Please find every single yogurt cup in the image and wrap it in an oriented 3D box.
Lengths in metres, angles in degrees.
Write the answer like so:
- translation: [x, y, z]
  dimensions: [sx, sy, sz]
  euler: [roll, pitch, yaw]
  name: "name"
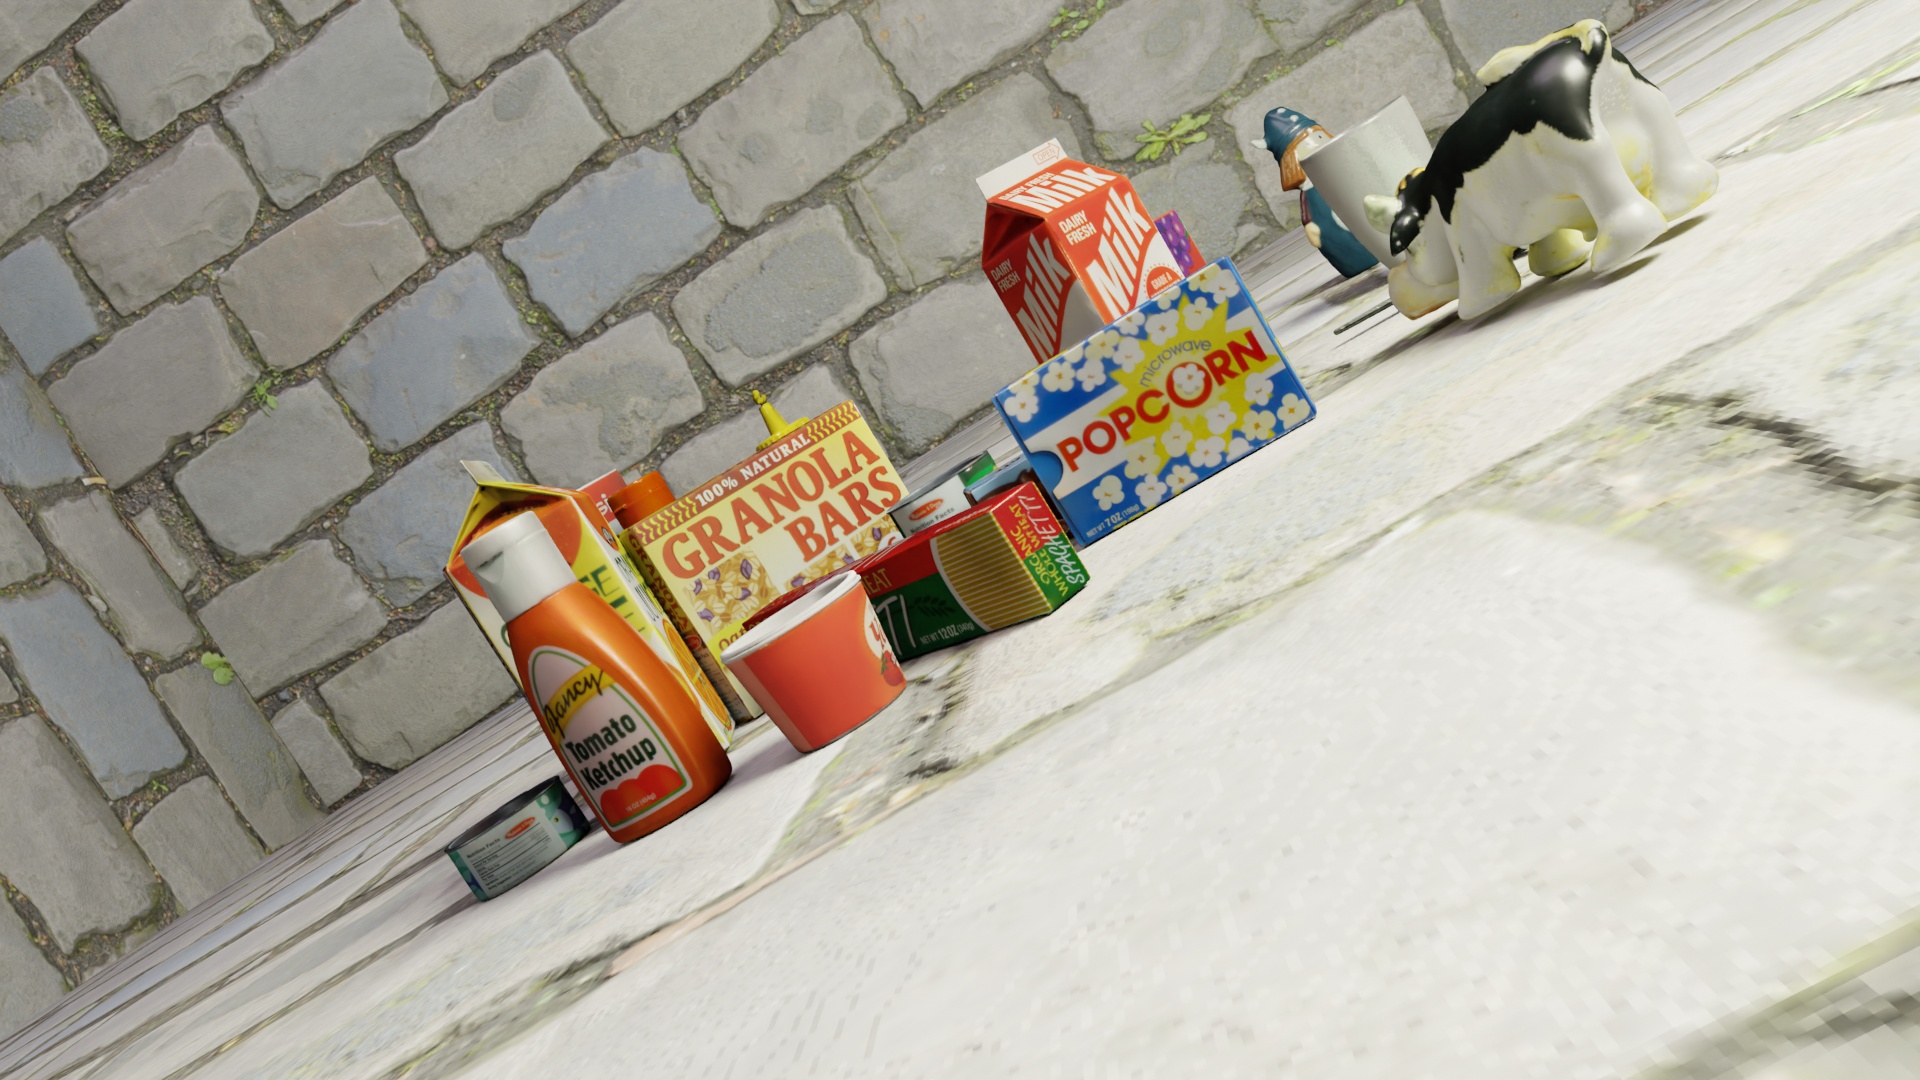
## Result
- translation: [-0.059, 0.053, 0.586]
  dimensions: [0.072, 0.054, 0.072]
  euler: [-31, 6, 3]
  name: "yogurt cup"

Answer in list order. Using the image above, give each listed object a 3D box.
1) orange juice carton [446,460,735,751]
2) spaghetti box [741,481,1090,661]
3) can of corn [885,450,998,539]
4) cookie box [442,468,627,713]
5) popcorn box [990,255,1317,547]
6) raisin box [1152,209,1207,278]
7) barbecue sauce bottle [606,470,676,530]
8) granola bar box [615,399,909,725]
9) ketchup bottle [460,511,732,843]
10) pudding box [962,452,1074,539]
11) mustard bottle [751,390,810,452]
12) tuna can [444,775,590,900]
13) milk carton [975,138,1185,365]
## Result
- translation: [-0.197, 0.040, 0.716]
  dimensions: [0.073, 0.192, 0.072]
  euler: [-32, 5, -5]
  name: "orange juice carton"
- translation: [-0.033, 0.030, 0.657]
  dimensions: [0.029, 0.050, 0.249]
  euler: [-35, 7, -35]
  name: "spaghetti box"
- translation: [0.003, -0.010, 0.773]
  dimensions: [0.071, 0.058, 0.071]
  euler: [-31, 6, 3]
  name: "can of corn"
- translation: [-0.232, 0.056, 0.892]
  dimensions: [0.123, 0.167, 0.040]
  euler: [-34, 6, -26]
  name: "cookie box"
- translation: [0.091, -0.066, 0.654]
  dimensions: [0.126, 0.085, 0.038]
  euler: [-30, 5, 13]
  name: "popcorn box"
- translation: [0.145, -0.157, 0.958]
  dimensions: [0.040, 0.123, 0.086]
  euler: [-26, 8, 47]
  name: "raisin box"
- translation: [-0.163, 0.029, 0.855]
  dimensions: [0.064, 0.148, 0.044]
  euler: [-27, 7, 38]
  name: "barbecue sauce bottle"
- translation: [-0.098, 0.010, 0.802]
  dimensions: [0.166, 0.124, 0.039]
  euler: [-36, 7, -36]
  name: "granola bar box"
- translation: [-0.165, 0.058, 0.617]
  dimensions: [0.064, 0.148, 0.044]
  euler: [-30, 6, 19]
  name: "ketchup bottle"
- translation: [0.048, -0.026, 0.719]
  dimensions: [0.084, 0.049, 0.030]
  euler: [-32, 5, -5]
  name: "pudding box"
- translation: [-0.088, -0.028, 0.889]
  dimensions: [0.065, 0.160, 0.048]
  euler: [-35, 6, -29]
  name: "mustard bottle"
- translation: [-0.228, 0.153, 0.717]
  dimensions: [0.071, 0.033, 0.071]
  euler: [-31, 6, 3]
  name: "tuna can"
- translation: [0.081, -0.140, 0.810]
  dimensions: [0.073, 0.190, 0.073]
  euler: [-35, 6, -32]
  name: "milk carton"
